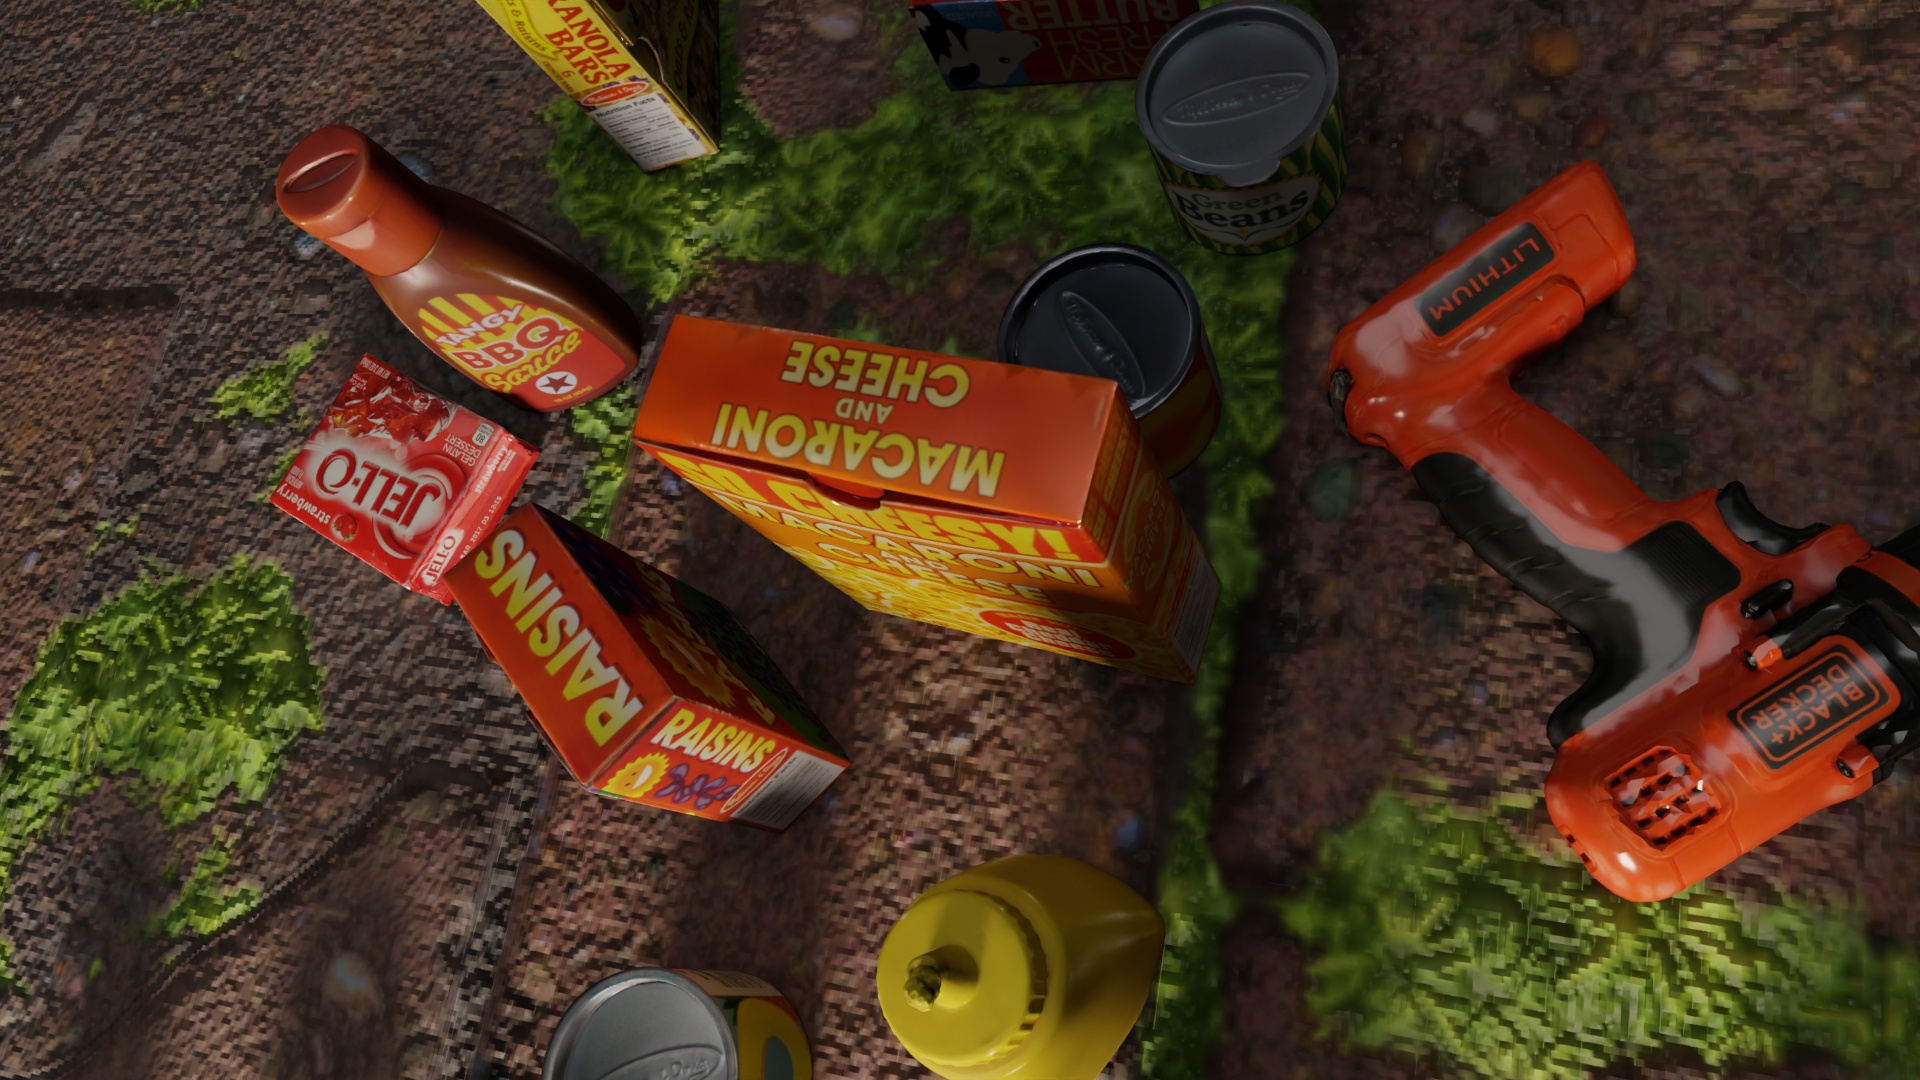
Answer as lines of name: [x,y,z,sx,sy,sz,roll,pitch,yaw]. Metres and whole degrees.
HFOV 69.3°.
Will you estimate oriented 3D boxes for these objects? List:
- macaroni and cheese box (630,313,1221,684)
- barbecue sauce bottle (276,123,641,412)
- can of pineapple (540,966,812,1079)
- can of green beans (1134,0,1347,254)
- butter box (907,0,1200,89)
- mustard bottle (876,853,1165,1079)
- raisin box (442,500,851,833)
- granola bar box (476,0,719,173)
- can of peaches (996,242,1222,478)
macaroni and cheese box: [0.001,-0.005,0.405,0.124,0.166,0.040,12,77,22]
barbecue sauce bottle: [-0.180,-0.096,0.506,0.065,0.148,0.044,-20,67,12]
can of pineapple: [-0.087,0.170,0.435,0.071,0.057,0.071,-6,71,17]
can of green beans: [0.098,-0.140,0.478,0.071,0.057,0.071,-6,71,17]
butter box: [0.037,-0.196,0.520,0.103,0.053,0.024,3,74,20]
mustard bottle: [0.014,0.113,0.364,0.049,0.160,0.065,25,82,24]
raisin box: [-0.096,0.045,0.444,0.040,0.123,0.086,-43,65,1]
granola bar box: [-0.142,-0.254,0.561,0.039,0.124,0.166,-10,69,15]
can of peaches: [0.050,-0.056,0.466,0.071,0.058,0.071,-6,71,17]
